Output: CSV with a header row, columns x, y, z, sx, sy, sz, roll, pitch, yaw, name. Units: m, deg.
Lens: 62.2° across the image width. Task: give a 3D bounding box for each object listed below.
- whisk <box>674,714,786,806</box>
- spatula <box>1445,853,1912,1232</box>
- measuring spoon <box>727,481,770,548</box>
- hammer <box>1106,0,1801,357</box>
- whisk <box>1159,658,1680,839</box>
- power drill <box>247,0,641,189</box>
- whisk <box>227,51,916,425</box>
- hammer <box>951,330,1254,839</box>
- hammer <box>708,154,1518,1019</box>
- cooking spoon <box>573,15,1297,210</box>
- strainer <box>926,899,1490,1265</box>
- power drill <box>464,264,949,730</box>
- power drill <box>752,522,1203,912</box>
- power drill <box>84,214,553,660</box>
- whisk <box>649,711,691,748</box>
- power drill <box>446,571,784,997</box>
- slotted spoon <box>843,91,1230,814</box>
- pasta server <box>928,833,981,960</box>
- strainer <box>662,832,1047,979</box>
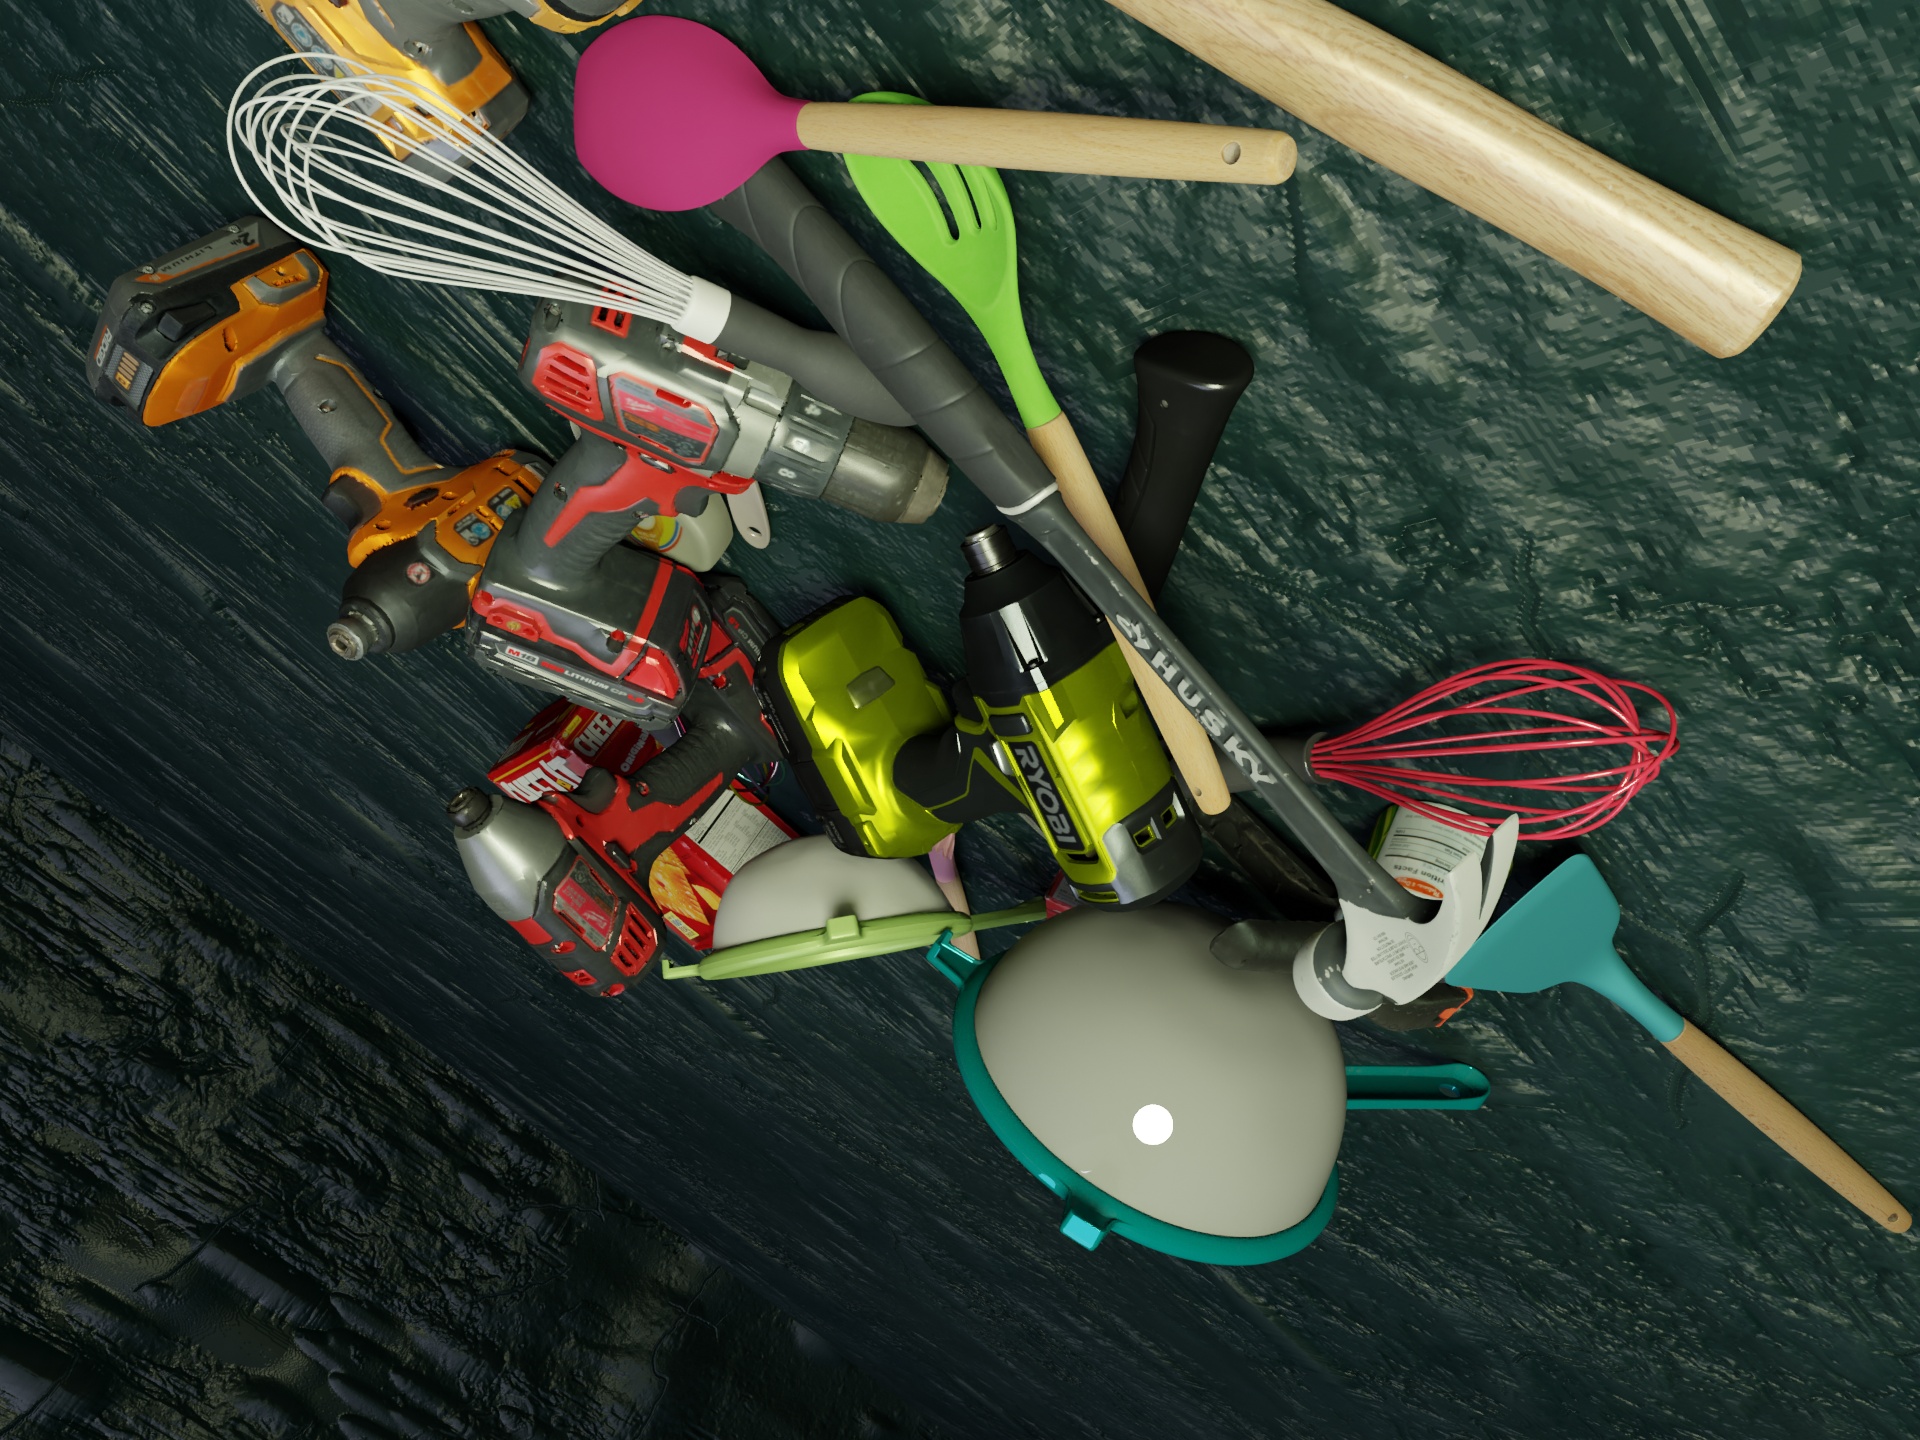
x,y,z,sx,sy,sz,roll,pitch,yaw,name
-0.180,-0.037,0.969,0.051,0.047,0.244,3,137,44,whisk
0.355,0.167,0.750,0.317,0.082,0.044,37,-164,-16,spatula
-0.106,-0.123,0.792,0.034,0.018,0.124,20,157,8,measuring spoon
0.086,-0.200,0.456,0.331,0.031,0.130,30,152,3,hammer
0.170,0.016,0.687,0.073,0.073,0.296,45,155,-22,whisk
-0.198,-0.295,0.543,0.226,0.084,0.185,-1,136,52,power drill
-0.128,-0.170,0.604,0.284,0.070,0.070,17,162,-32,whisk
0.070,-0.038,0.697,0.146,0.035,0.334,46,152,19,hammer
0.036,-0.068,0.569,0.409,0.036,0.149,50,160,9,hammer
-0.032,-0.196,0.527,0.319,0.017,0.068,20,112,36,cooking spoon
0.164,0.160,0.809,0.340,0.211,0.095,8,121,-30,strainer
-0.127,-0.091,0.743,0.187,0.080,0.226,22,139,-14,power drill
-0.001,-0.002,0.738,0.223,0.080,0.171,-2,118,56,power drill
-0.328,-0.137,0.818,0.226,0.164,0.084,43,132,-9,power drill
-0.225,-0.044,1.001,0.055,0.055,0.238,10,149,35,whisk
-0.180,0.027,0.878,0.078,0.220,0.143,2,140,43,power drill
0.041,-0.092,0.608,0.070,0.031,0.313,7,130,54,slotted spoon
-0.011,0.120,1.052,0.060,0.040,0.315,32,155,26,pasta server
-0.037,0.096,0.910,0.151,0.069,0.256,-19,168,40,strainer
